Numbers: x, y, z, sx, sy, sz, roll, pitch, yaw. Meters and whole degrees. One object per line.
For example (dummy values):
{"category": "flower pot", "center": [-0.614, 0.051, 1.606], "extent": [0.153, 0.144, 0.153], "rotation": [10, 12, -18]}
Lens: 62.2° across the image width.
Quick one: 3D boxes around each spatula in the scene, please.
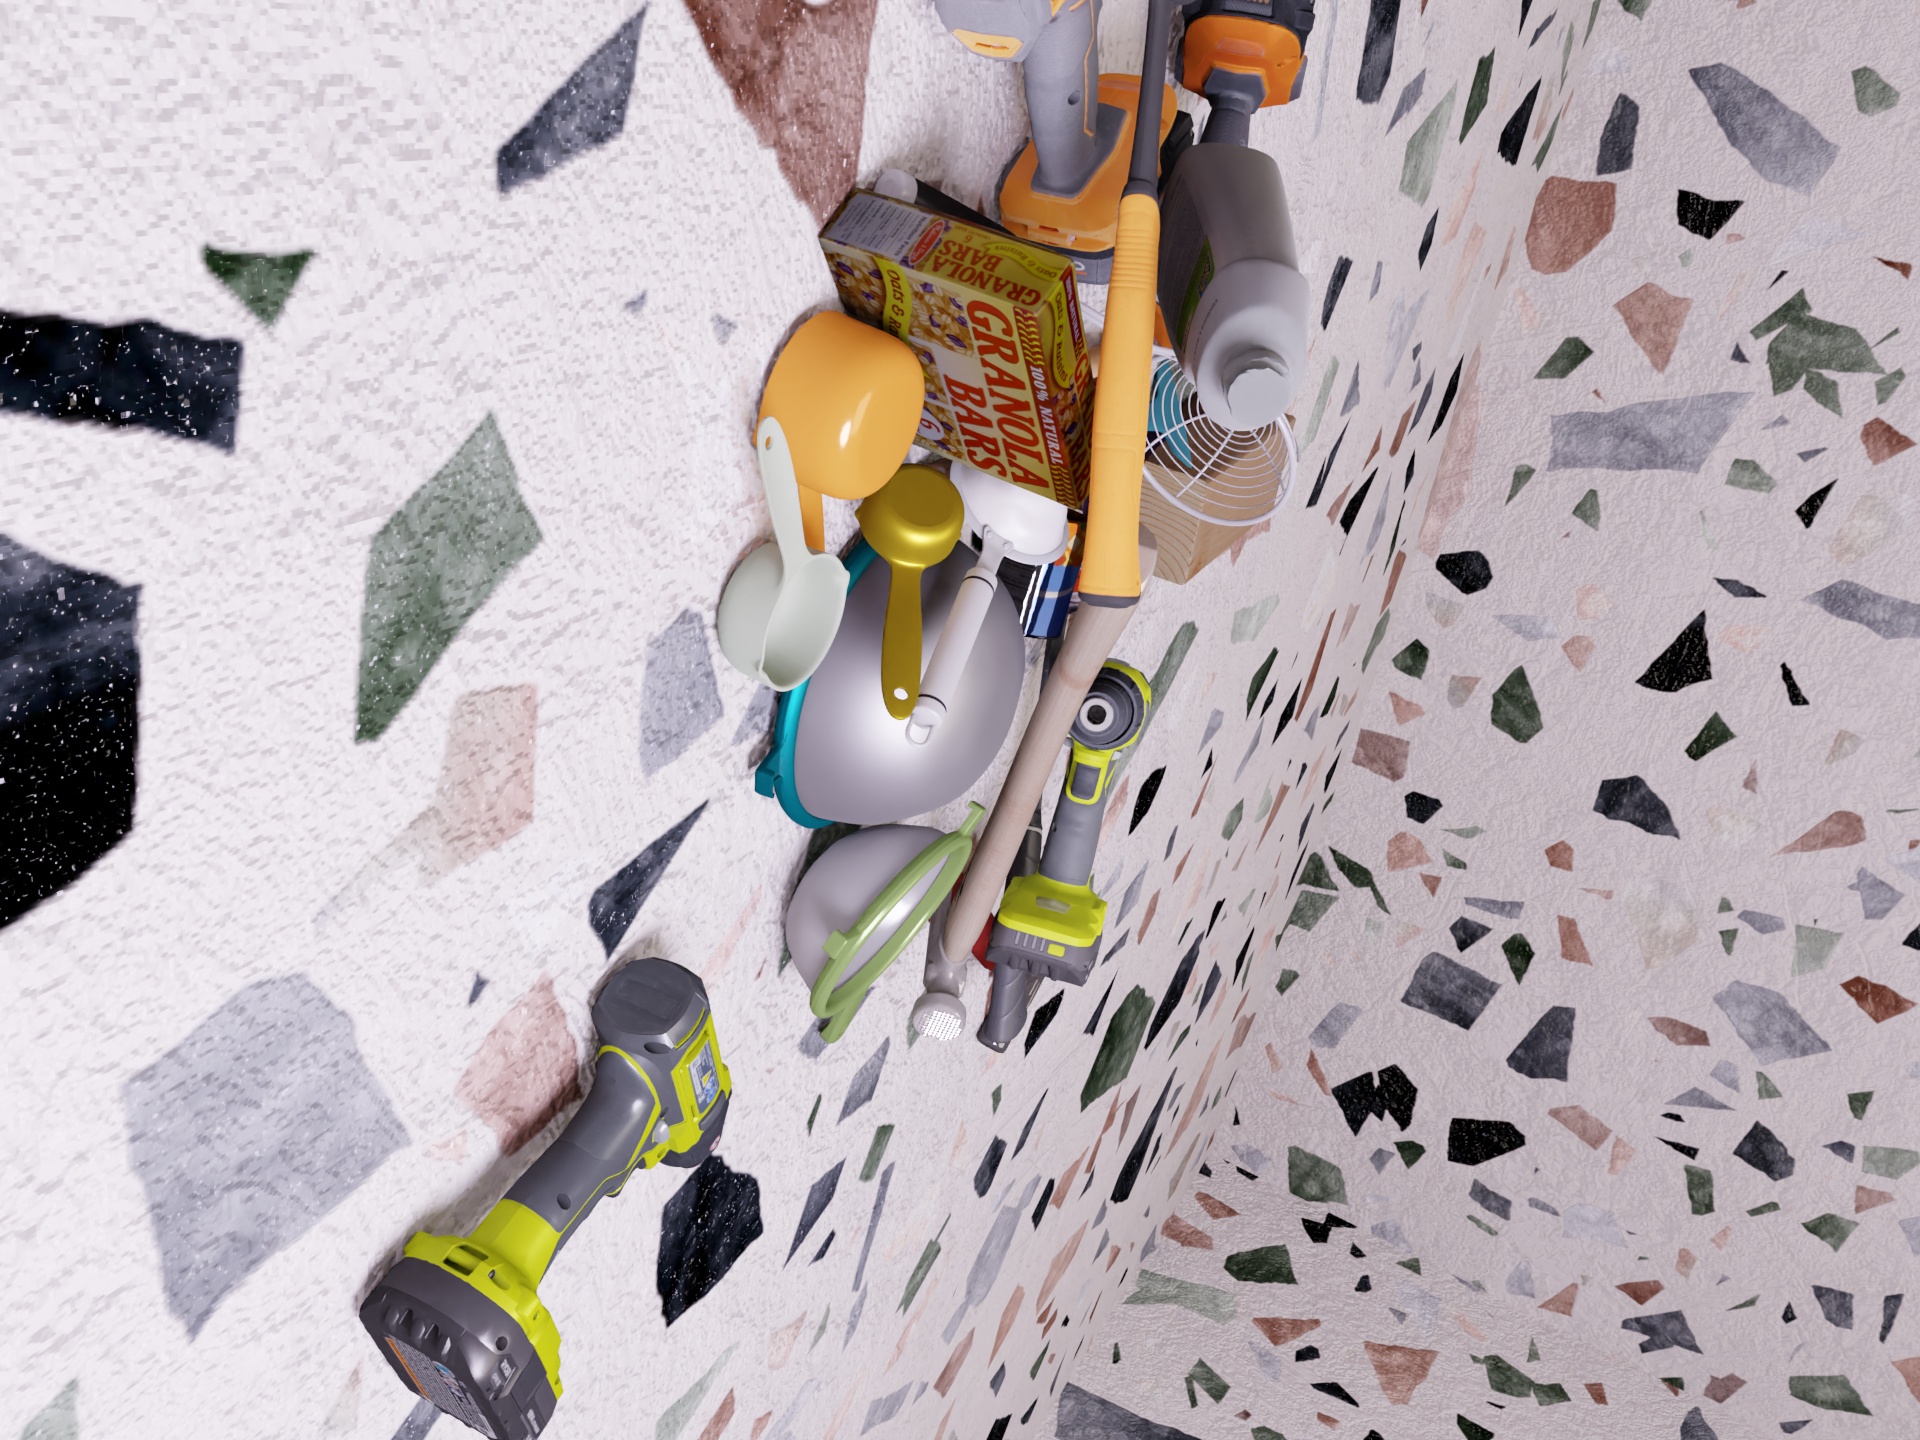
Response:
{"category": "spatula", "center": [0.163, -0.231, 1.223], "extent": [0.316, 0.018, 0.059], "rotation": [-41, 140, -50]}
{"category": "spatula", "center": [0.074, -0.187, 1.061], "extent": [0.317, 0.044, 0.082], "rotation": [-23, 102, -44]}

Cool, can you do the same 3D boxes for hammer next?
{"category": "hammer", "center": [0.043, 0.034, 1.048], "extent": [0.146, 0.038, 0.410], "rotation": [-82, -170, -50]}
{"category": "hammer", "center": [0.085, -0.222, 0.777], "extent": [0.127, 0.034, 0.337], "rotation": [-31, 126, -73]}
{"category": "hammer", "center": [0.056, 0.071, 1.261], "extent": [0.149, 0.036, 0.408], "rotation": [-25, 126, -58]}
{"category": "hammer", "center": [0.030, 0.188, 1.393], "extent": [0.149, 0.037, 0.358], "rotation": [-61, 159, -15]}

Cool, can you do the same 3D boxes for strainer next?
{"category": "strainer", "center": [0.015, -0.083, 0.899], "extent": [0.050, 0.086, 0.259], "rotation": [-38, -156, 49]}
{"category": "strainer", "center": [-0.002, -0.003, 1.027], "extent": [0.211, 0.095, 0.340], "rotation": [-66, 160, -5]}
{"category": "strainer", "center": [-0.078, 0.142, 1.063], "extent": [0.151, 0.069, 0.256], "rotation": [-42, 167, -36]}

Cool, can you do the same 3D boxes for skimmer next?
{"category": "skimmer", "center": [0.074, -0.202, 0.917], "extent": [0.363, 0.127, 0.090], "rotation": [15, 87, -49]}

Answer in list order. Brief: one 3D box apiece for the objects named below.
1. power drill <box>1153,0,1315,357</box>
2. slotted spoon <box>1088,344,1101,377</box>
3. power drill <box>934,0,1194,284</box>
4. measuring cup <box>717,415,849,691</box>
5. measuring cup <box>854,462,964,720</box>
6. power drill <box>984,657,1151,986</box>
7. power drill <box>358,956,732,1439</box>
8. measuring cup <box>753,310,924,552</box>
{"category": "power drill", "center": [0.164, -0.356, 1.009], "extent": [0.164, 0.084, 0.226], "rotation": [6, 95, -83]}
{"category": "slotted spoon", "center": [0.077, -0.235, 1.056], "extent": [0.031, 0.070, 0.314], "rotation": [-42, 179, 30]}
{"category": "power drill", "center": [0.069, -0.373, 0.850], "extent": [0.185, 0.084, 0.226], "rotation": [-62, 154, -19]}
{"category": "measuring cup", "center": [-0.097, -0.087, 0.794], "extent": [0.083, 0.038, 0.167], "rotation": [-52, 153, -34]}
{"category": "measuring cup", "center": [-0.026, -0.073, 0.849], "extent": [0.029, 0.062, 0.157], "rotation": [122, -25, -55]}
{"category": "power drill", "center": [0.084, 0.067, 1.147], "extent": [0.190, 0.080, 0.228], "rotation": [-26, 130, -81]}
{"category": "power drill", "center": [-0.201, 0.257, 0.845], "extent": [0.223, 0.080, 0.171], "rotation": [-55, 156, -37]}
{"category": "measuring cup", "center": [-0.058, -0.124, 0.825], "extent": [0.095, 0.052, 0.173], "rotation": [-49, 155, -40]}
